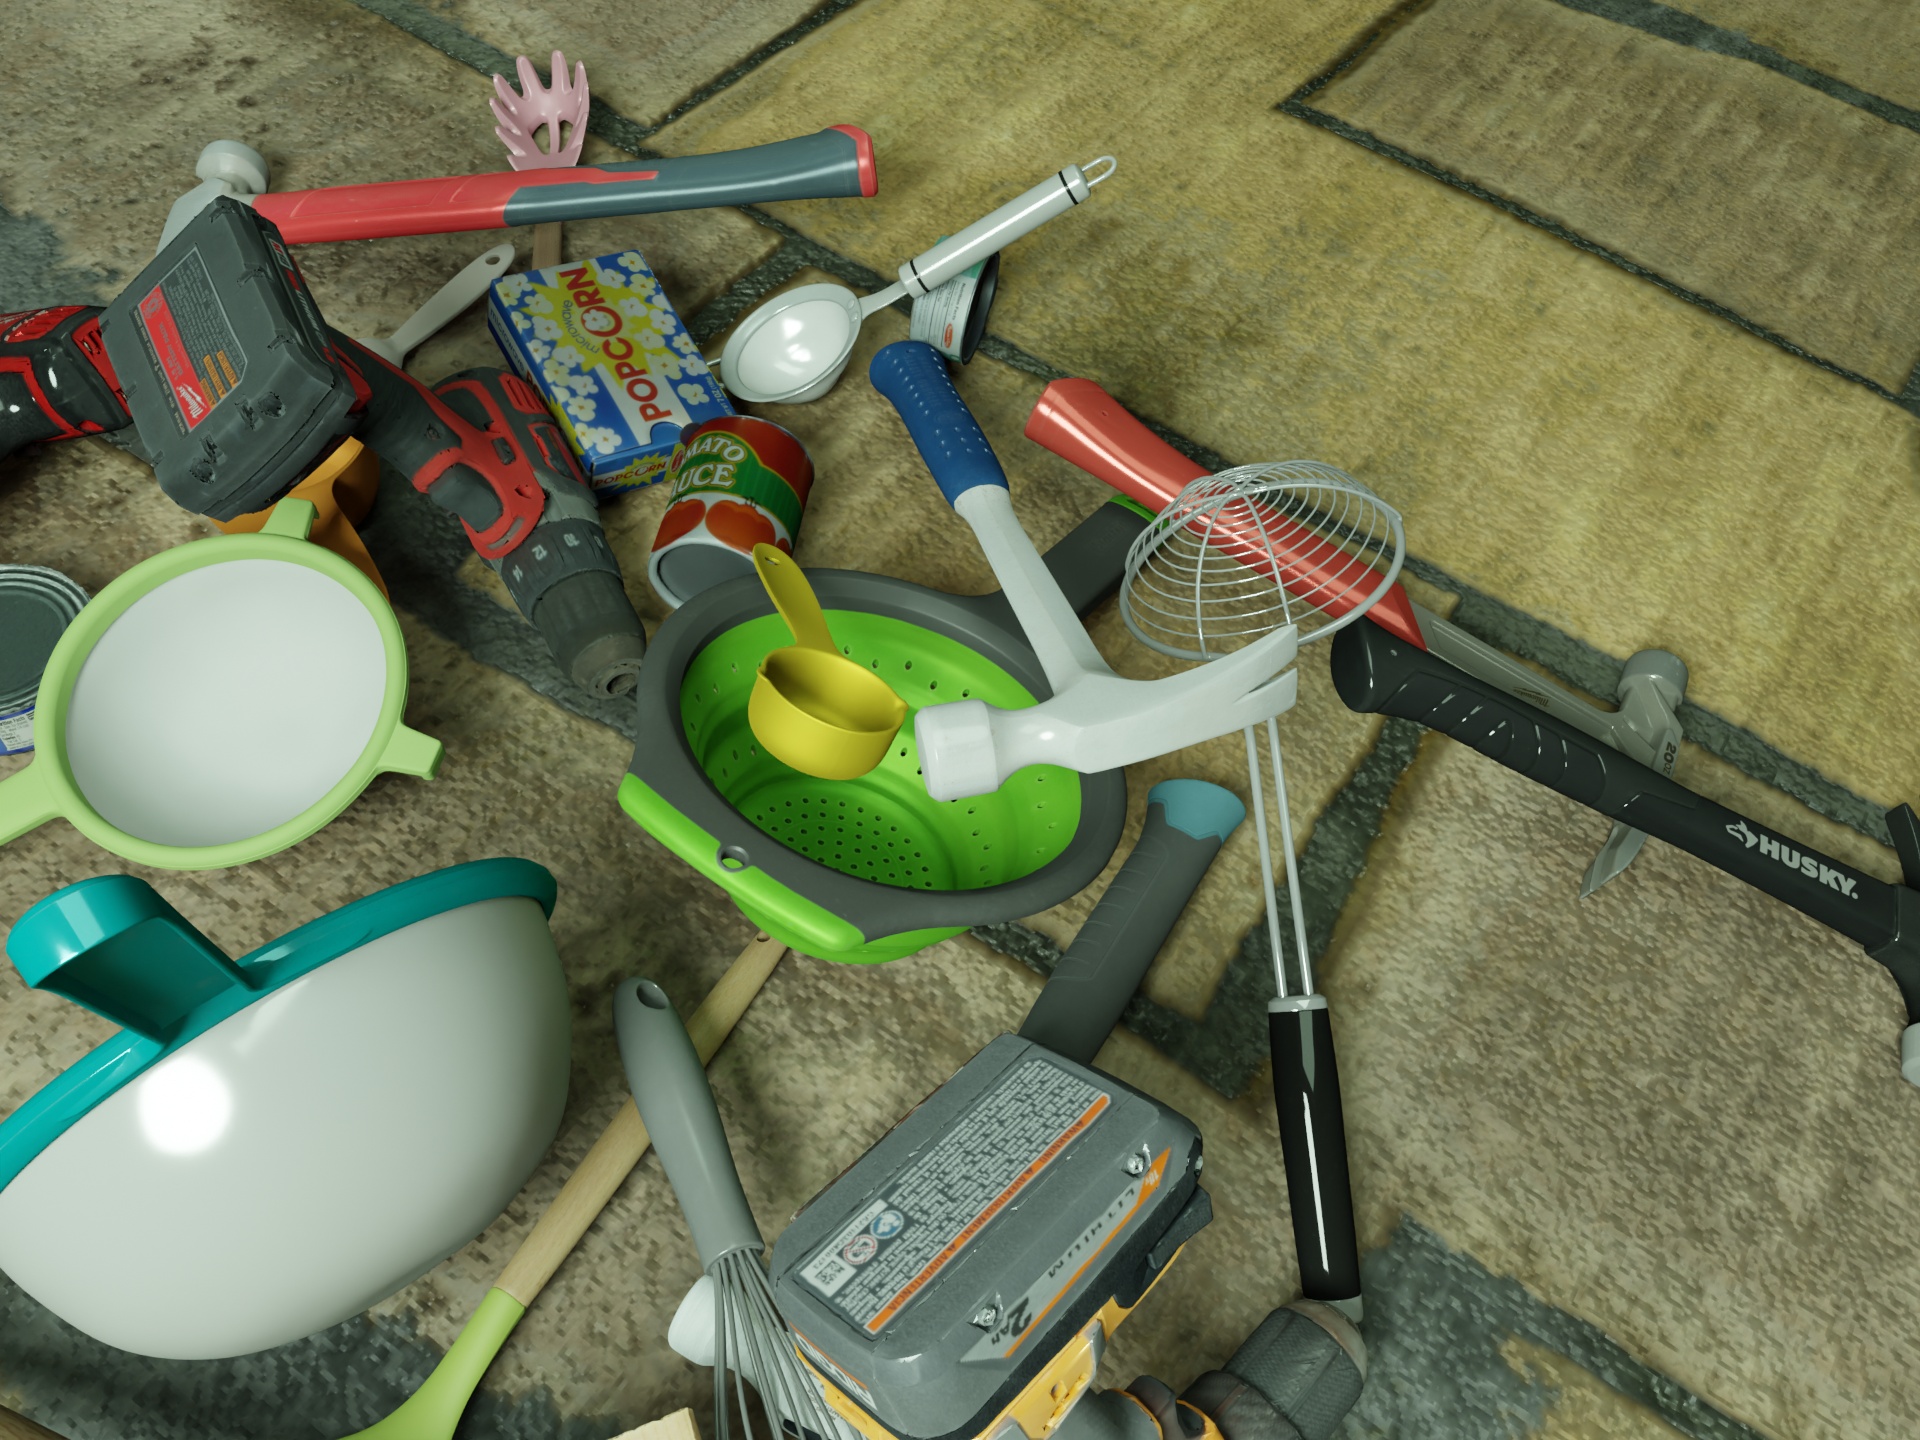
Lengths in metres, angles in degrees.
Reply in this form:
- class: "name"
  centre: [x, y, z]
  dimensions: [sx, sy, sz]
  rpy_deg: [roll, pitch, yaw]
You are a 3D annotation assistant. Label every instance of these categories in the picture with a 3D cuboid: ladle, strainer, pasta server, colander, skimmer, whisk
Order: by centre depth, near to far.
- class: "strainer"
  centre: [-0.191, 0.122, 0.465]
  dimensions: [0.211, 0.340, 0.095]
  rpy_deg: [-33, 81, -21]
- class: "whisk"
  centre: [-0.083, 0.189, 0.557]
  dimensions: [0.055, 0.055, 0.239]
  rpy_deg: [-16, 54, -19]
- class: "ladle"
  centre: [-0.153, 0.183, 0.584]
  dimensions: [0.078, 0.062, 0.320]
  rpy_deg: [14, 48, 27]
- class: "strainer"
  centre: [-0.348, 0.026, 0.669]
  dimensions: [0.256, 0.069, 0.152]
  rpy_deg: [-30, 70, -11]
- class: "skimmer"
  centre: [0.141, 0.058, 0.674]
  dimensions: [0.127, 0.090, 0.363]
  rpy_deg: [-9, 78, 21]
- class: "colander"
  centre: [-0.001, -0.002, 0.729]
  dimensions: [0.204, 0.094, 0.397]
  rpy_deg: [33, 39, 13]
- class: "strainer"
  centre: [-0.030, -0.229, 0.848]
  dimensions: [0.258, 0.050, 0.087]
  rpy_deg: [-26, 50, 17]
- class: "pasta server"
  centre: [-0.237, -0.268, 0.904]
  dimensions: [0.060, 0.040, 0.317]
  rpy_deg: [-9, 57, 0]

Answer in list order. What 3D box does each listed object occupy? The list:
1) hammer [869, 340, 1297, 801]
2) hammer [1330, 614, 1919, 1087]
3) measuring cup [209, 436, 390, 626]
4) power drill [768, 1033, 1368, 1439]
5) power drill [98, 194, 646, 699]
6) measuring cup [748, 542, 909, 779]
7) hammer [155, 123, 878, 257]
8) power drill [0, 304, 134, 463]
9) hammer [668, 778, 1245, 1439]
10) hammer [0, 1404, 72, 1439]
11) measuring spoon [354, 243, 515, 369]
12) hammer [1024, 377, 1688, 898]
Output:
- class: "hammer"
  centre: [0.018, -0.094, 0.715]
  dimensions: [0.144, 0.035, 0.406]
  rpy_deg: [-10, 32, -8]
- class: "hammer"
  centre: [0.321, 0.035, 0.728]
  dimensions: [0.334, 0.035, 0.146]
  rpy_deg: [26, 57, -4]
- class: "measuring cup"
  centre: [-0.308, -0.094, 0.762]
  dimensions: [0.095, 0.052, 0.174]
  rpy_deg: [-25, 64, -23]
- class: "power drill"
  centre: [0.052, 0.207, 0.506]
  dimensions: [0.185, 0.226, 0.084]
  rpy_deg: [-37, 33, -28]
- class: "power drill"
  centre: [-0.234, -0.105, 0.693]
  dimensions: [0.080, 0.226, 0.188]
  rpy_deg: [-38, 66, 13]
- class: "measuring cup"
  centre: [-0.066, -0.027, 0.635]
  dimensions: [0.062, 0.029, 0.157]
  rpy_deg: [13, 26, -26]
- class: "hammer"
  centre: [-0.238, -0.276, 0.867]
  dimensions: [0.386, 0.038, 0.143]
  rpy_deg: [-5, 54, 2]
- class: "power drill"
  centre: [-0.483, -0.113, 0.720]
  dimensions: [0.143, 0.078, 0.220]
  rpy_deg: [3, 44, 31]
- class: "hammer"
  centre: [0.031, 0.144, 0.651]
  dimensions: [0.128, 0.033, 0.331]
  rpy_deg: [29, 56, 13]
- class: "hammer"
  centre: [-0.289, 0.235, 0.487]
  dimensions: [0.331, 0.031, 0.130]
  rpy_deg: [14, 55, 24]
- class: "measuring spoon"
  centre: [-0.289, -0.224, 0.862]
  dimensions: [0.034, 0.018, 0.124]
  rpy_deg: [34, 69, 20]
- class: "hammer"
  centre: [0.188, -0.060, 0.791]
  dimensions: [0.359, 0.036, 0.149]
  rpy_deg: [31, 56, 5]
